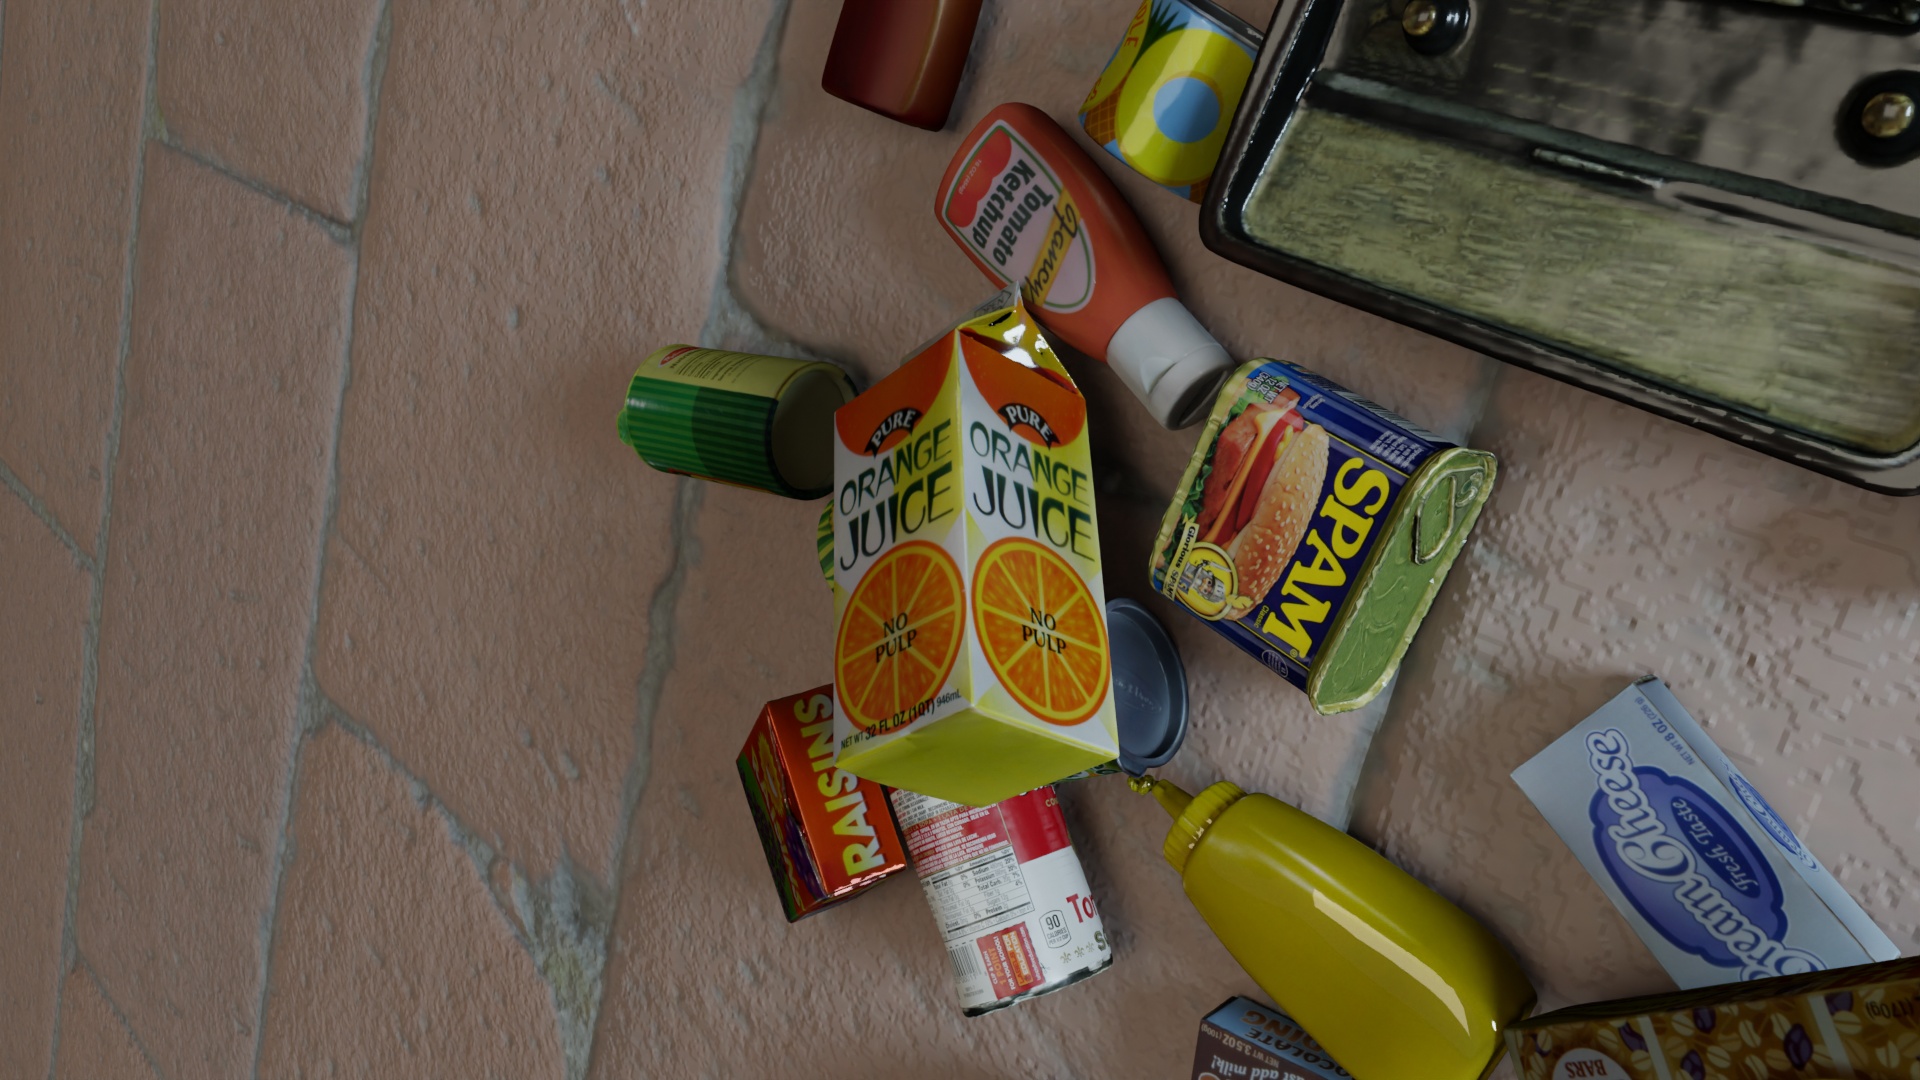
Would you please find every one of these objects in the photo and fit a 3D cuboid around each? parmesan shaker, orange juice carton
[{"bbox_3d":[-0.107,-0.057,0.672,0.103,0.071,0.071,13,100,39],"label":"parmesan shaker"},{"bbox_3d":[0.002,-0.007,0.522,0.071,0.073,0.193,-29,51,39],"label":"orange juice carton"}]

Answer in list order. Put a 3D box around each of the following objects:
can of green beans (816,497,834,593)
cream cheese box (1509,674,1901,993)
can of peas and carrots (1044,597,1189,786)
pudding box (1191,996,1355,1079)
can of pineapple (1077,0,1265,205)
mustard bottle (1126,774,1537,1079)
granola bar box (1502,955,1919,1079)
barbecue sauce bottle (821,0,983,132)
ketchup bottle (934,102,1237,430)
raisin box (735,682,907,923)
[{"bbox_3d":[-0.020,-0.001,0.604,0.057,0.071,0.071,-24,77,39],"label":"can of green beans"},{"bbox_3d":[0.226,0.099,0.427,0.053,0.024,0.104,-50,62,32],"label":"cream cheese box"},{"bbox_3d":[0.048,0.063,0.548,0.058,0.071,0.071,-19,80,40],"label":"can of peas and carrots"},{"bbox_3d":[0.127,0.210,0.512,0.084,0.030,0.049,16,103,39],"label":"pudding box"},{"bbox_3d":[0.083,-0.165,0.509,0.071,0.071,0.057,48,121,28],"label":"can of pineapple"},{"bbox_3d":[0.123,0.130,0.499,0.160,0.049,0.065,39,121,33],"label":"mustard bottle"},{"bbox_3d":[0.233,0.177,0.357,0.164,0.039,0.124,-43,58,55],"label":"granola bar box"},{"bbox_3d":[-0.013,-0.259,0.603,0.065,0.044,0.148,32,111,34],"label":"barbecue sauce bottle"},{"bbox_3d":[0.051,-0.107,0.555,0.149,0.043,0.064,53,125,25],"label":"ketchup bottle"},{"bbox_3d":[-0.067,0.121,0.628,0.123,0.040,0.086,126,126,-65],"label":"raisin box"}]
